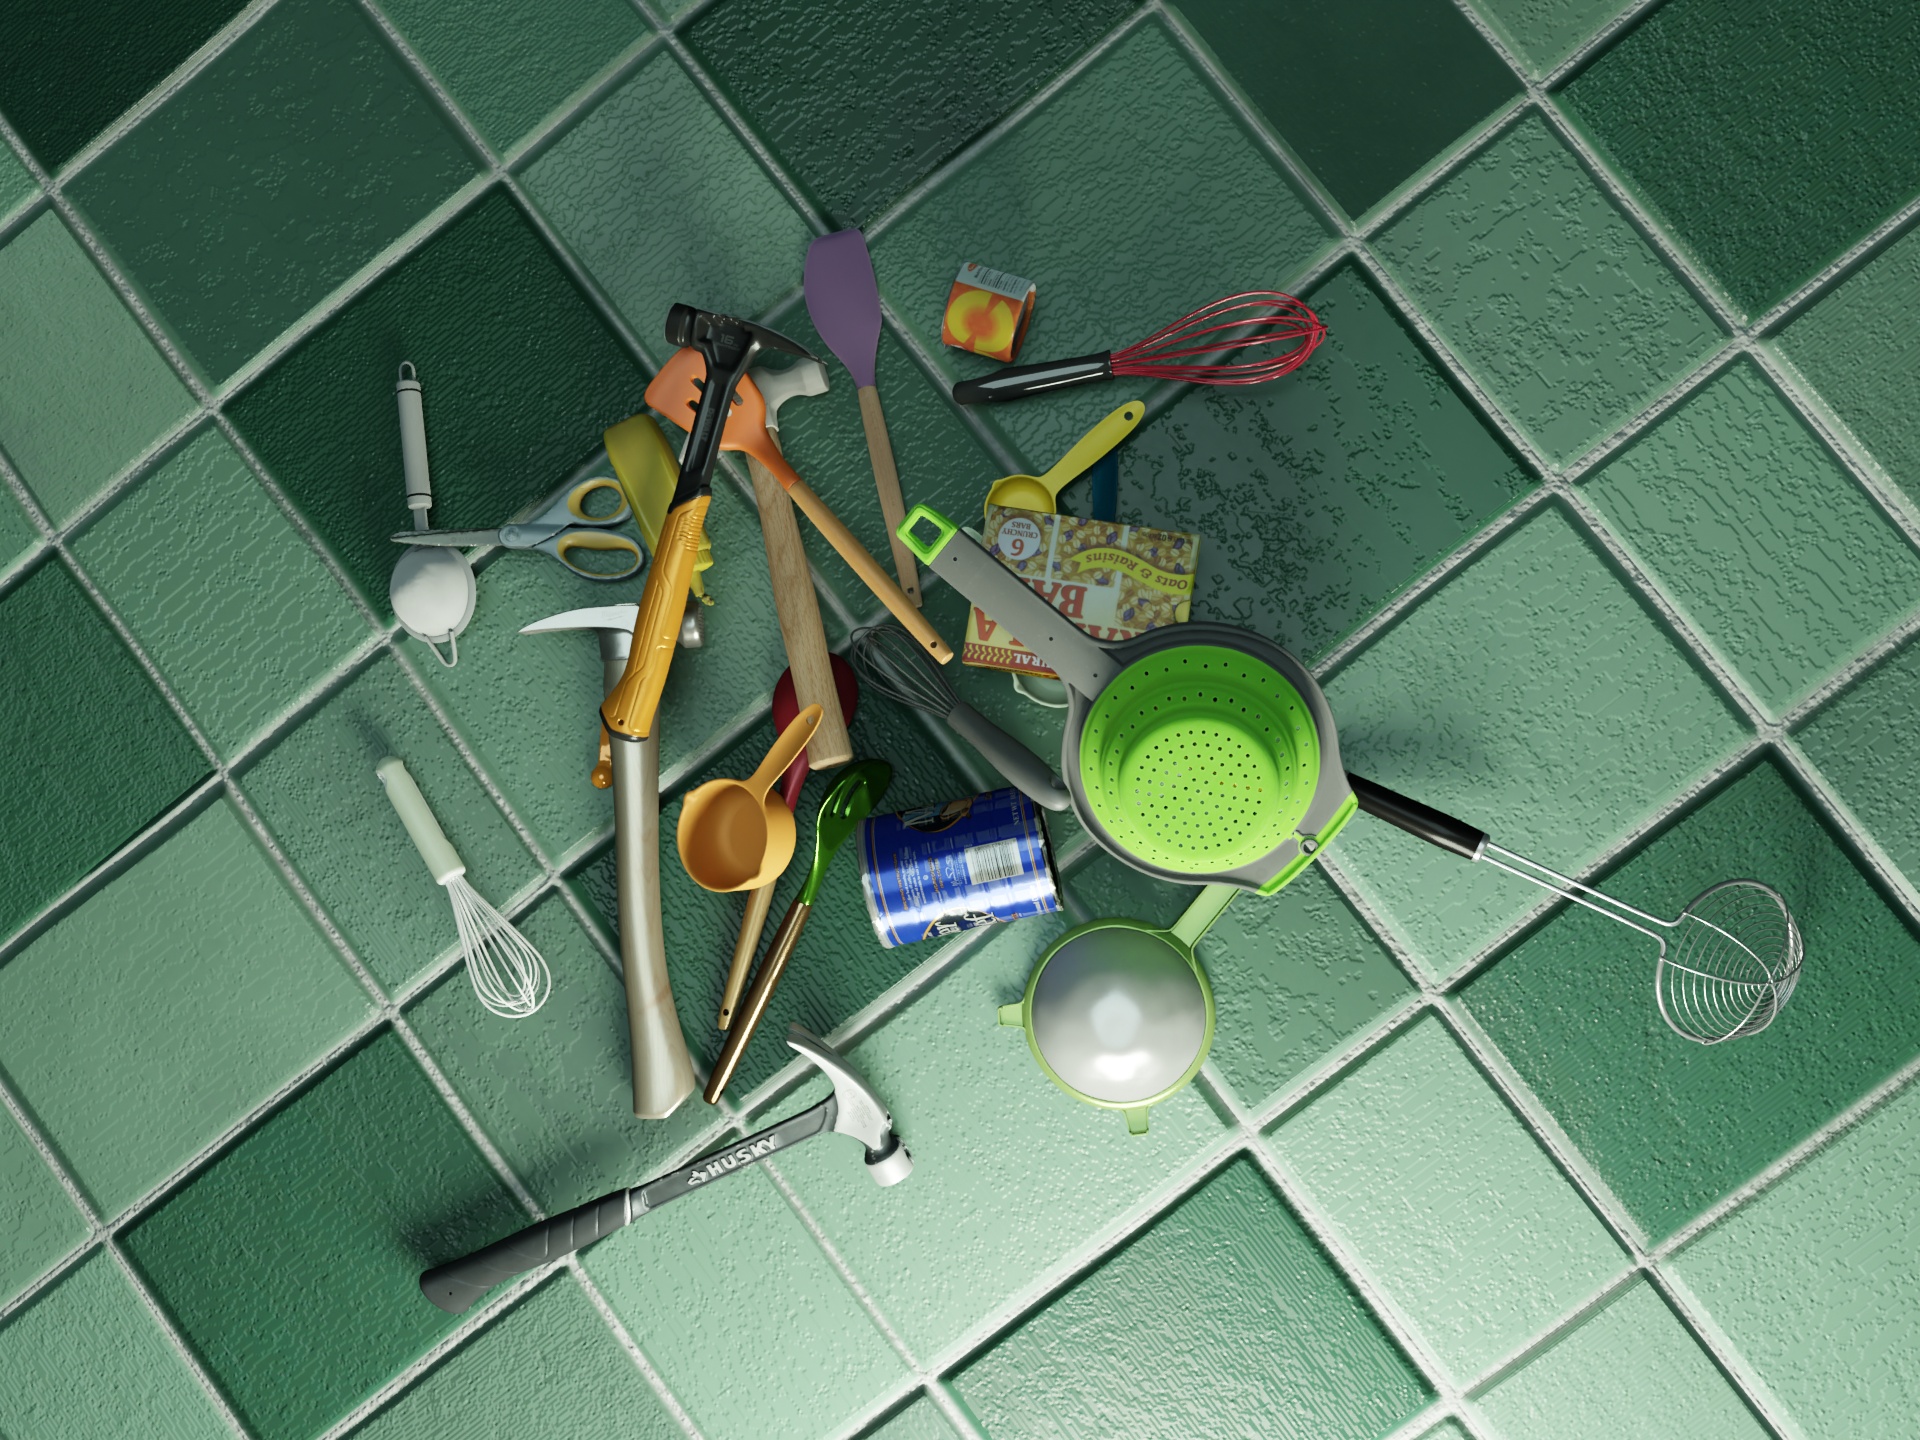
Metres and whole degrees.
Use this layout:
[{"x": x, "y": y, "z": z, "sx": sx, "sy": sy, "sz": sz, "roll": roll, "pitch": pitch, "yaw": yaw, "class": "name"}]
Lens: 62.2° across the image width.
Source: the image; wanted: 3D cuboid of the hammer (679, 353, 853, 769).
[{"x": -0.139, "y": -0.123, "z": 1.263, "sx": 0.130, "sy": 0.031, "sz": 0.331, "roll": -15, "pitch": 79, "yaw": 8, "class": "hammer"}]

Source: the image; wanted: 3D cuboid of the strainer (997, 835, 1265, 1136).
[{"x": 0.154, "y": 0.188, "z": 1.217, "sx": 0.151, "sy": 0.069, "sz": 0.256, "roll": 39, "pitch": 94, "yaw": 6, "class": "strainer"}]

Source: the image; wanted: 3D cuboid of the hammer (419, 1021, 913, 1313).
[{"x": -0.249, "y": 0.374, "z": 1.261, "sx": 0.409, "sy": 0.036, "sz": 0.149, "roll": -26, "pitch": 105, "yaw": 8, "class": "hammer"}]

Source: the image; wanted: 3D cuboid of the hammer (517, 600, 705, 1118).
[{"x": -0.269, "y": 0.112, "z": 1.278, "sx": 0.146, "sy": 0.038, "sz": 0.410, "roll": -4, "pitch": 89, "yaw": -2, "class": "hammer"}]

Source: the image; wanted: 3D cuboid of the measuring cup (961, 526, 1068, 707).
[{"x": 0.051, "y": -0.083, "z": 1.256, "sx": 0.083, "sy": 0.038, "sz": 0.168, "roll": -37, "pitch": 82, "yaw": 3, "class": "measuring cup"}]

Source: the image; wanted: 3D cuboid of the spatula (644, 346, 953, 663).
[{"x": -0.116, "y": -0.165, "z": 1.228, "sx": 0.081, "sy": 0.041, "sz": 0.323, "roll": -43, "pitch": 78, "yaw": 8, "class": "spatula"}]

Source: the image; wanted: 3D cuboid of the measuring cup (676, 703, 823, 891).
[{"x": -0.147, "y": 0.057, "z": 1.236, "sx": 0.095, "sy": 0.052, "sz": 0.173, "roll": 44, "pitch": 104, "yaw": 24, "class": "measuring cup"}]

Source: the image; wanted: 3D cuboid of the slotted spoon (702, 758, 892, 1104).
[{"x": -0.137, "y": 0.166, "z": 1.264, "sx": 0.031, "sy": 0.070, "sz": 0.314, "roll": 29, "pitch": 97, "yaw": 29, "class": "slotted spoon"}]

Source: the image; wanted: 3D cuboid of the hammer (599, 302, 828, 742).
[{"x": -0.207, "y": -0.143, "z": 1.224, "sx": 0.127, "sy": 0.034, "sz": 0.337, "roll": 18, "pitch": 97, "yaw": 14, "class": "hammer"}]

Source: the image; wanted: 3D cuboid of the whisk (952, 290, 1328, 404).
[{"x": 0.137, "y": -0.282, "z": 1.243, "sx": 0.296, "sy": 0.073, "sz": 0.073, "roll": -8, "pitch": 87, "yaw": 11, "class": "whisk"}]

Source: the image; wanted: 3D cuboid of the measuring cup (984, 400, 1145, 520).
[{"x": 0.085, "y": -0.197, "z": 1.261, "sx": 0.156, "sy": 0.029, "sz": 0.062, "roll": -41, "pitch": 84, "yaw": 1, "class": "measuring cup"}]

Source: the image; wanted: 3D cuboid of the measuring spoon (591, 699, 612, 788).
[{"x": -0.286, "y": -0.002, "z": 1.303, "sx": 0.021, "sy": 0.011, "sz": 0.117, "roll": 10, "pitch": 89, "yaw": 7, "class": "measuring spoon"}]

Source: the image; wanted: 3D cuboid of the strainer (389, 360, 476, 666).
[{"x": -0.449, "y": -0.173, "z": 1.316, "sx": 0.087, "sy": 0.050, "sz": 0.258, "roll": -10, "pitch": 83, "yaw": 21, "class": "strainer"}]

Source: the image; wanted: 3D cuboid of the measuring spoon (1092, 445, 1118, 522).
[{"x": 0.117, "y": -0.164, "z": 1.264, "sx": 0.042, "sy": 0.021, "sz": 0.129, "roll": -2, "pitch": 79, "yaw": 21, "class": "measuring spoon"}]

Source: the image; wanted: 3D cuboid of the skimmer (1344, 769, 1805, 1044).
[{"x": 0.452, "y": 0.124, "z": 1.207, "sx": 0.363, "sy": 0.090, "sz": 0.127, "roll": 26, "pitch": 94, "yaw": 17, "class": "skimmer"}]

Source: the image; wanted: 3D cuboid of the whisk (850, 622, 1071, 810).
[{"x": -0.002, "y": -0.004, "z": 1.217, "sx": 0.239, "sy": 0.055, "sz": 0.055, "roll": 40, "pitch": 93, "yaw": 30, "class": "whisk"}]

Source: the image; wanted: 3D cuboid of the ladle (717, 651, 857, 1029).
[{"x": -0.149, "y": 0.097, "z": 1.278, "sx": 0.069, "sy": 0.031, "sz": 0.315, "roll": 16, "pitch": 92, "yaw": 11, "class": "ladle"}]

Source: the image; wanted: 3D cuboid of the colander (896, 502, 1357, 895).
[{"x": 0.108, "y": -0.015, "z": 1.141, "sx": 0.397, "sy": 0.094, "sz": 0.204, "roll": 39, "pitch": 107, "yaw": -3, "class": "colander"}]

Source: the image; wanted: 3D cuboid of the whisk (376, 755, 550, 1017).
[{"x": -0.411, "y": 0.134, "z": 1.300, "sx": 0.059, "sy": 0.057, "sz": 0.246, "roll": -28, "pitch": 81, "yaw": -30, "class": "whisk"}]

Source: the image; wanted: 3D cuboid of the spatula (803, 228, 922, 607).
[{"x": -0.073, "y": -0.243, "z": 1.284, "sx": 0.060, "sy": 0.018, "sz": 0.316, "roll": -14, "pitch": 85, "yaw": 7, "class": "spatula"}]
